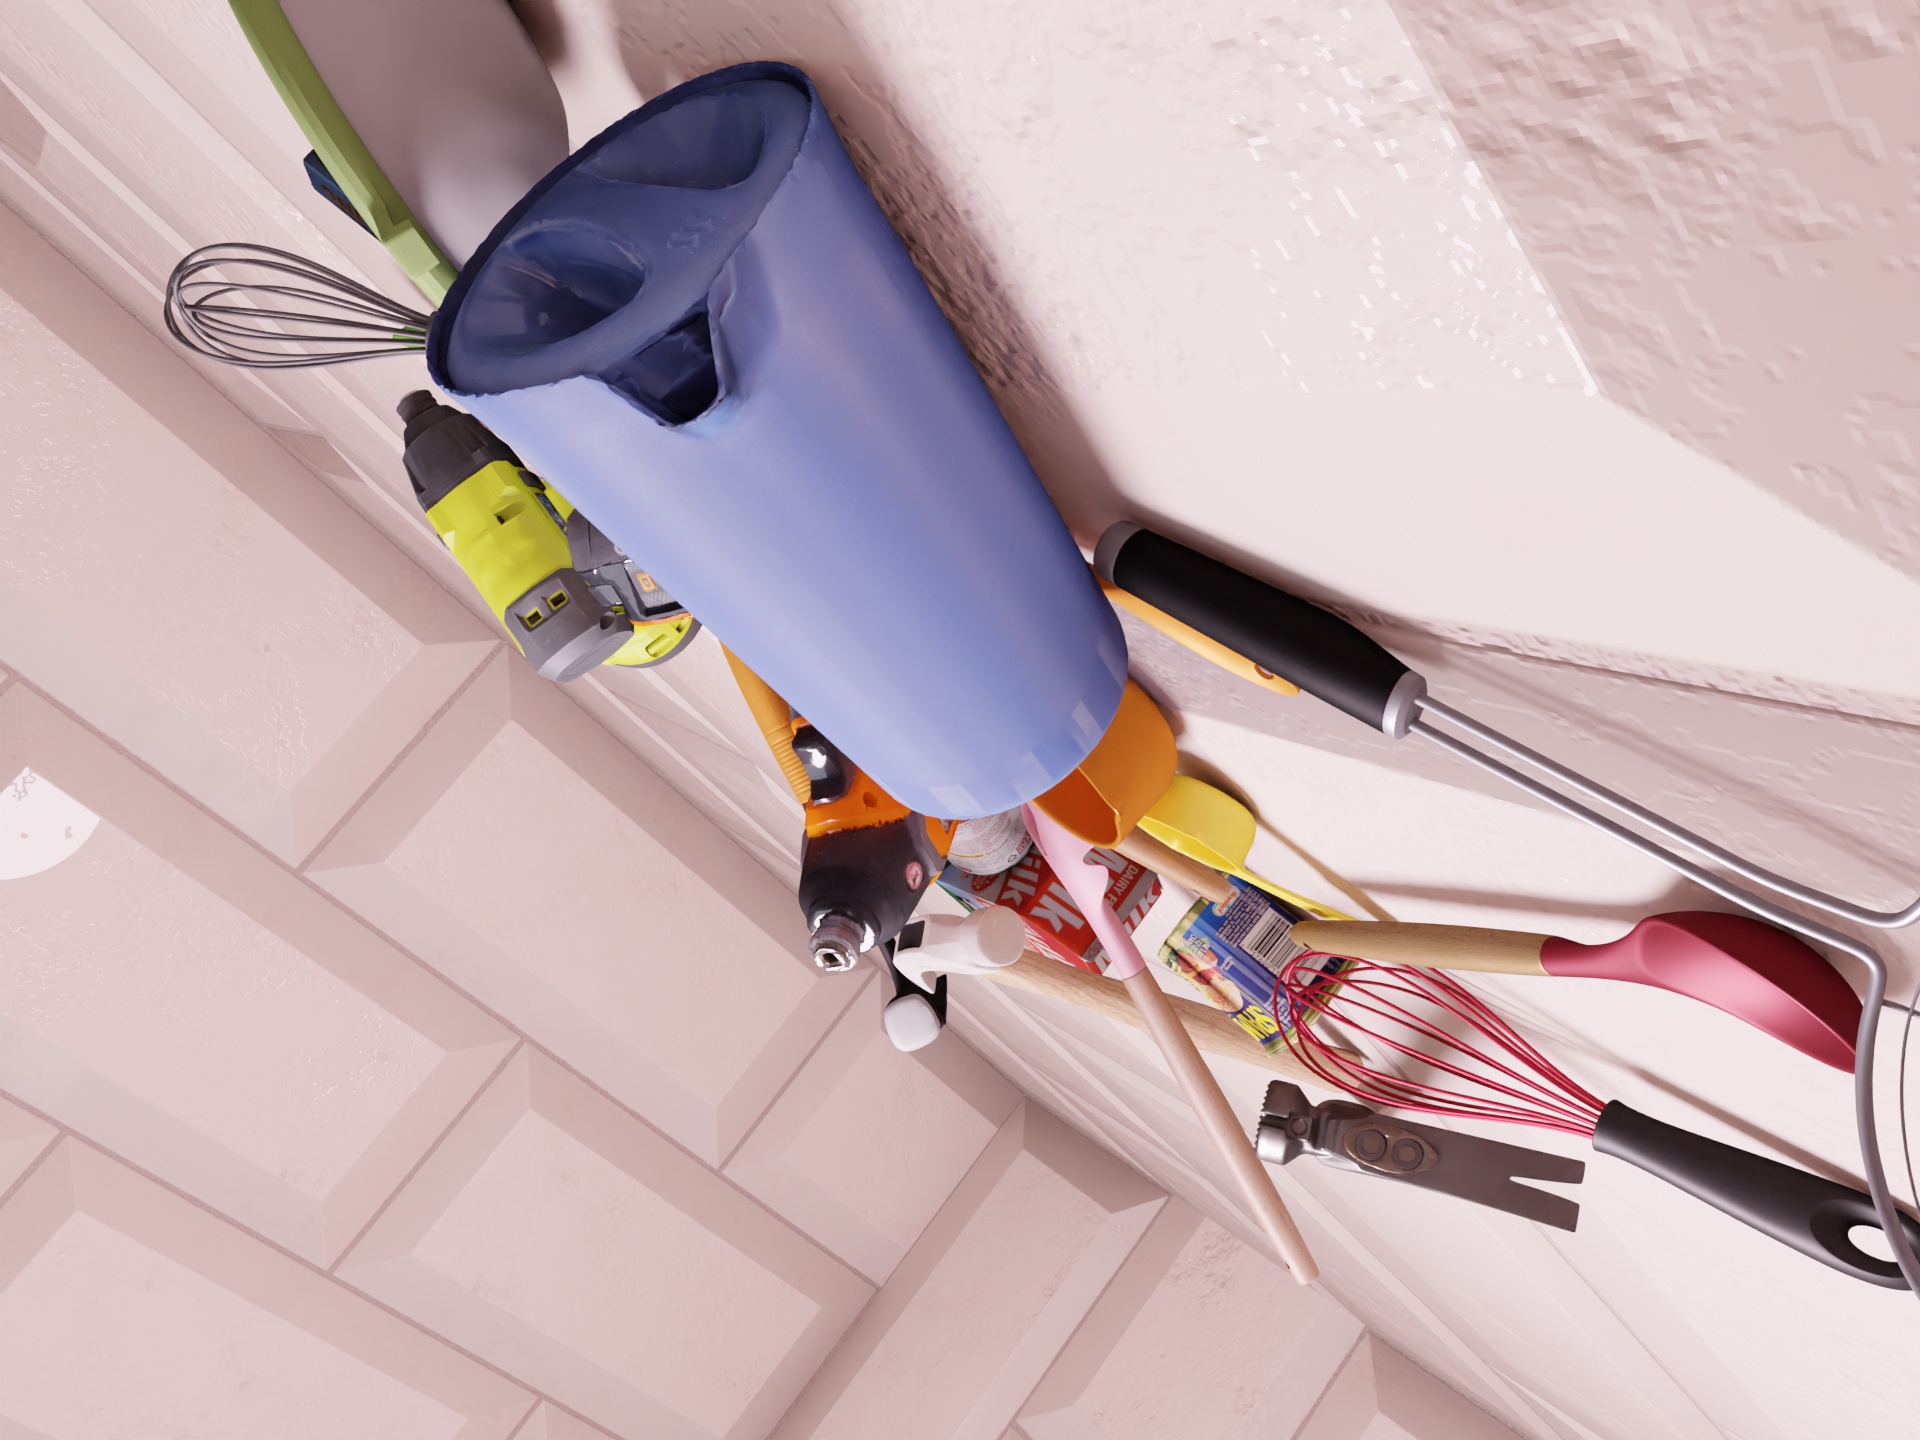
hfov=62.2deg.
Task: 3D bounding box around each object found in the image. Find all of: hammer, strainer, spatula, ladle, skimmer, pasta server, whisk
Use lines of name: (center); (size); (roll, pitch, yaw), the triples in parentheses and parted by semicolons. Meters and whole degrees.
hammer: (0.106, 0.168, 0.924); (0.331, 0.031, 0.130); (22, 159, -29)
hammer: (-0.091, 0.036, 0.977); (0.127, 0.034, 0.337); (-54, -61, -88)
strainer: (-0.167, -0.205, 0.580); (0.151, 0.069, 0.256); (60, -177, 4)
spatula: (-0.001, -0.003, 0.794); (0.317, 0.044, 0.082); (30, 168, 7)
ladle: (0.207, 0.089, 0.596); (0.069, 0.031, 0.315); (41, 165, -11)
skimmer: (0.157, 0.033, 0.432); (0.364, 0.090, 0.127); (34, 134, 34)
pasta server: (0.111, 0.151, 0.832); (0.316, 0.040, 0.060); (61, 174, 0)
hammer: (0.248, 0.242, 0.914); (0.146, 0.038, 0.410); (11, 170, 14)
whisk: (0.260, 0.166, 0.687); (0.296, 0.073, 0.073); (20, 159, 41)
whisk: (-0.233, -0.173, 0.710); (0.239, 0.055, 0.055); (7, 169, -5)

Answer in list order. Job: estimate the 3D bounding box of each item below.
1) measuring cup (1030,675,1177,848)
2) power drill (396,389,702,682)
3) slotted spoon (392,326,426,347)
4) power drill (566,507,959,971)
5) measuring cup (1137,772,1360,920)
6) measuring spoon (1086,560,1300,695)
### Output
measuring cup: (0.038, -0.021, 0.683); (0.095, 0.052, 0.173); (26, 153, 48)
power drill: (-0.234, -0.103, 0.922); (0.171, 0.080, 0.223); (54, -176, 3)
slotted spoon: (-0.207, -0.159, 0.936); (0.314, 0.031, 0.070); (34, -175, 13)
power drill: (-0.067, -0.015, 0.664); (0.084, 0.164, 0.226); (-12, 124, 24)
measuring cup: (0.154, 0.068, 0.736); (0.156, 0.029, 0.062); (26, 171, 2)
measuring spoon: (0.076, -0.042, 0.588); (0.117, 0.011, 0.021); (32, 162, 15)
